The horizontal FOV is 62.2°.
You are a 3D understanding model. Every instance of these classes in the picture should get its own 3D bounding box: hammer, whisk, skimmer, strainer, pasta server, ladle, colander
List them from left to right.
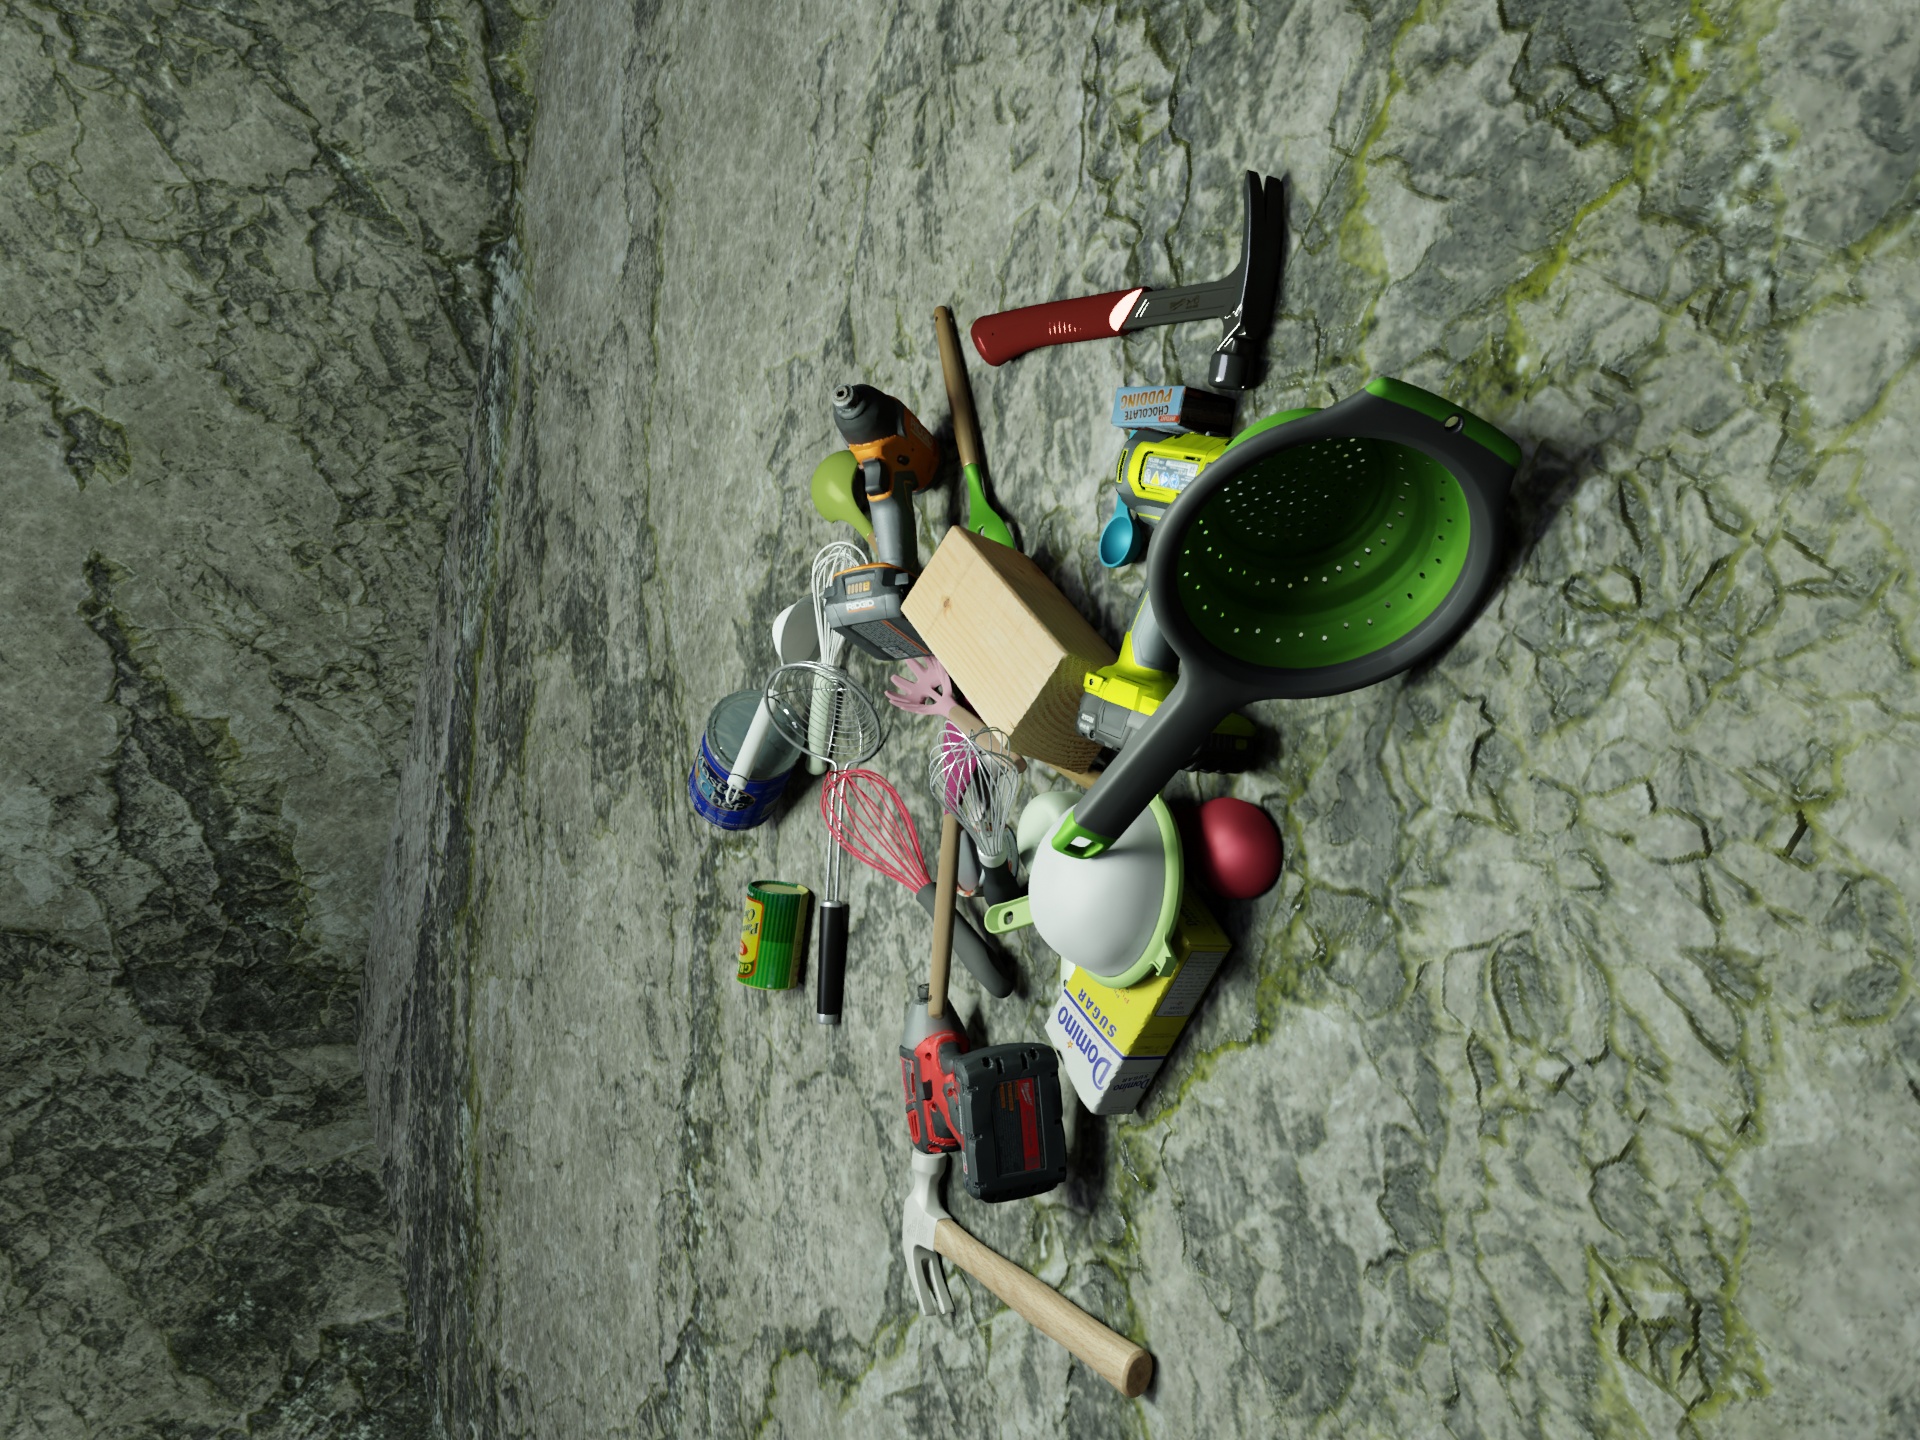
[{"bbox_3d":[-0.191,-0.031,1.626,0.050,0.086,0.259,9,65,23],"label":"strainer"},{"bbox_3d":[-0.141,0.124,1.572,0.127,0.090,0.363,3,92,26],"label":"skimmer"},{"bbox_3d":[-0.134,-0.062,1.634,0.058,0.059,0.246,-59,-22,-75],"label":"whisk"},{"bbox_3d":[-0.063,-0.162,1.538,0.320,0.062,0.078,52,127,39],"label":"ladle"},{"bbox_3d":[-0.040,0.138,1.402,0.296,0.073,0.073,48,127,37],"label":"whisk"},{"bbox_3d":[-0.002,-0.004,1.345,0.060,0.040,0.316,-52,20,1],"label":"pasta server"},{"bbox_3d":[0.020,0.085,1.230,0.284,0.070,0.070,77,175,-58],"label":"whisk"},{"bbox_3d":[0.043,0.459,1.283,0.331,0.031,0.130,10,95,59],"label":"hammer"},{"bbox_3d":[0.065,0.126,1.173,0.256,0.069,0.152,-29,57,57],"label":"strainer"},{"bbox_3d":[0.117,-0.329,1.256,0.359,0.036,0.149,14,99,58],"label":"hammer"},{"bbox_3d":[0.129,0.058,1.198,0.316,0.031,0.069,28,108,58],"label":"ladle"},{"bbox_3d":[0.168,-0.063,0.992,0.397,0.204,0.095,-53,26,35],"label":"colander"}]

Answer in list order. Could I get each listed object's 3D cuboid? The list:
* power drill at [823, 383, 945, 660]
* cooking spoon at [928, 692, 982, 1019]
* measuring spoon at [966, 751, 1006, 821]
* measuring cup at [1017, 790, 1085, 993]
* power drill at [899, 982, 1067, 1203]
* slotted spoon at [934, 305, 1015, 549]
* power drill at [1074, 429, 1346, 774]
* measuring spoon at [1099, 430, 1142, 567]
[{"bbox_3d":[-0.070,-0.183,1.412,0.084,0.164,0.227,-8,71,22],"label":"power drill"},{"bbox_3d":[-0.008,0.104,1.346,0.068,0.017,0.319,-44,33,47],"label":"cooking spoon"},{"bbox_3d":[0.014,0.067,1.392,0.034,0.018,0.124,52,130,48],"label":"measuring spoon"},{"bbox_3d":[0.074,0.138,1.263,0.083,0.038,0.168,-13,74,58],"label":"measuring cup"},{"bbox_3d":[0.006,0.297,1.290,0.220,0.078,0.143,180,84,-71],"label":"power drill"},{"bbox_3d":[0.005,-0.249,1.441,0.070,0.031,0.314,-42,50,49],"label":"slotted spoon"},{"bbox_3d":[0.170,-0.083,1.100,0.191,0.080,0.228,24,105,52],"label":"power drill"},{"bbox_3d":[0.136,-0.178,1.230,0.042,0.021,0.128,5,82,60],"label":"measuring spoon"}]
